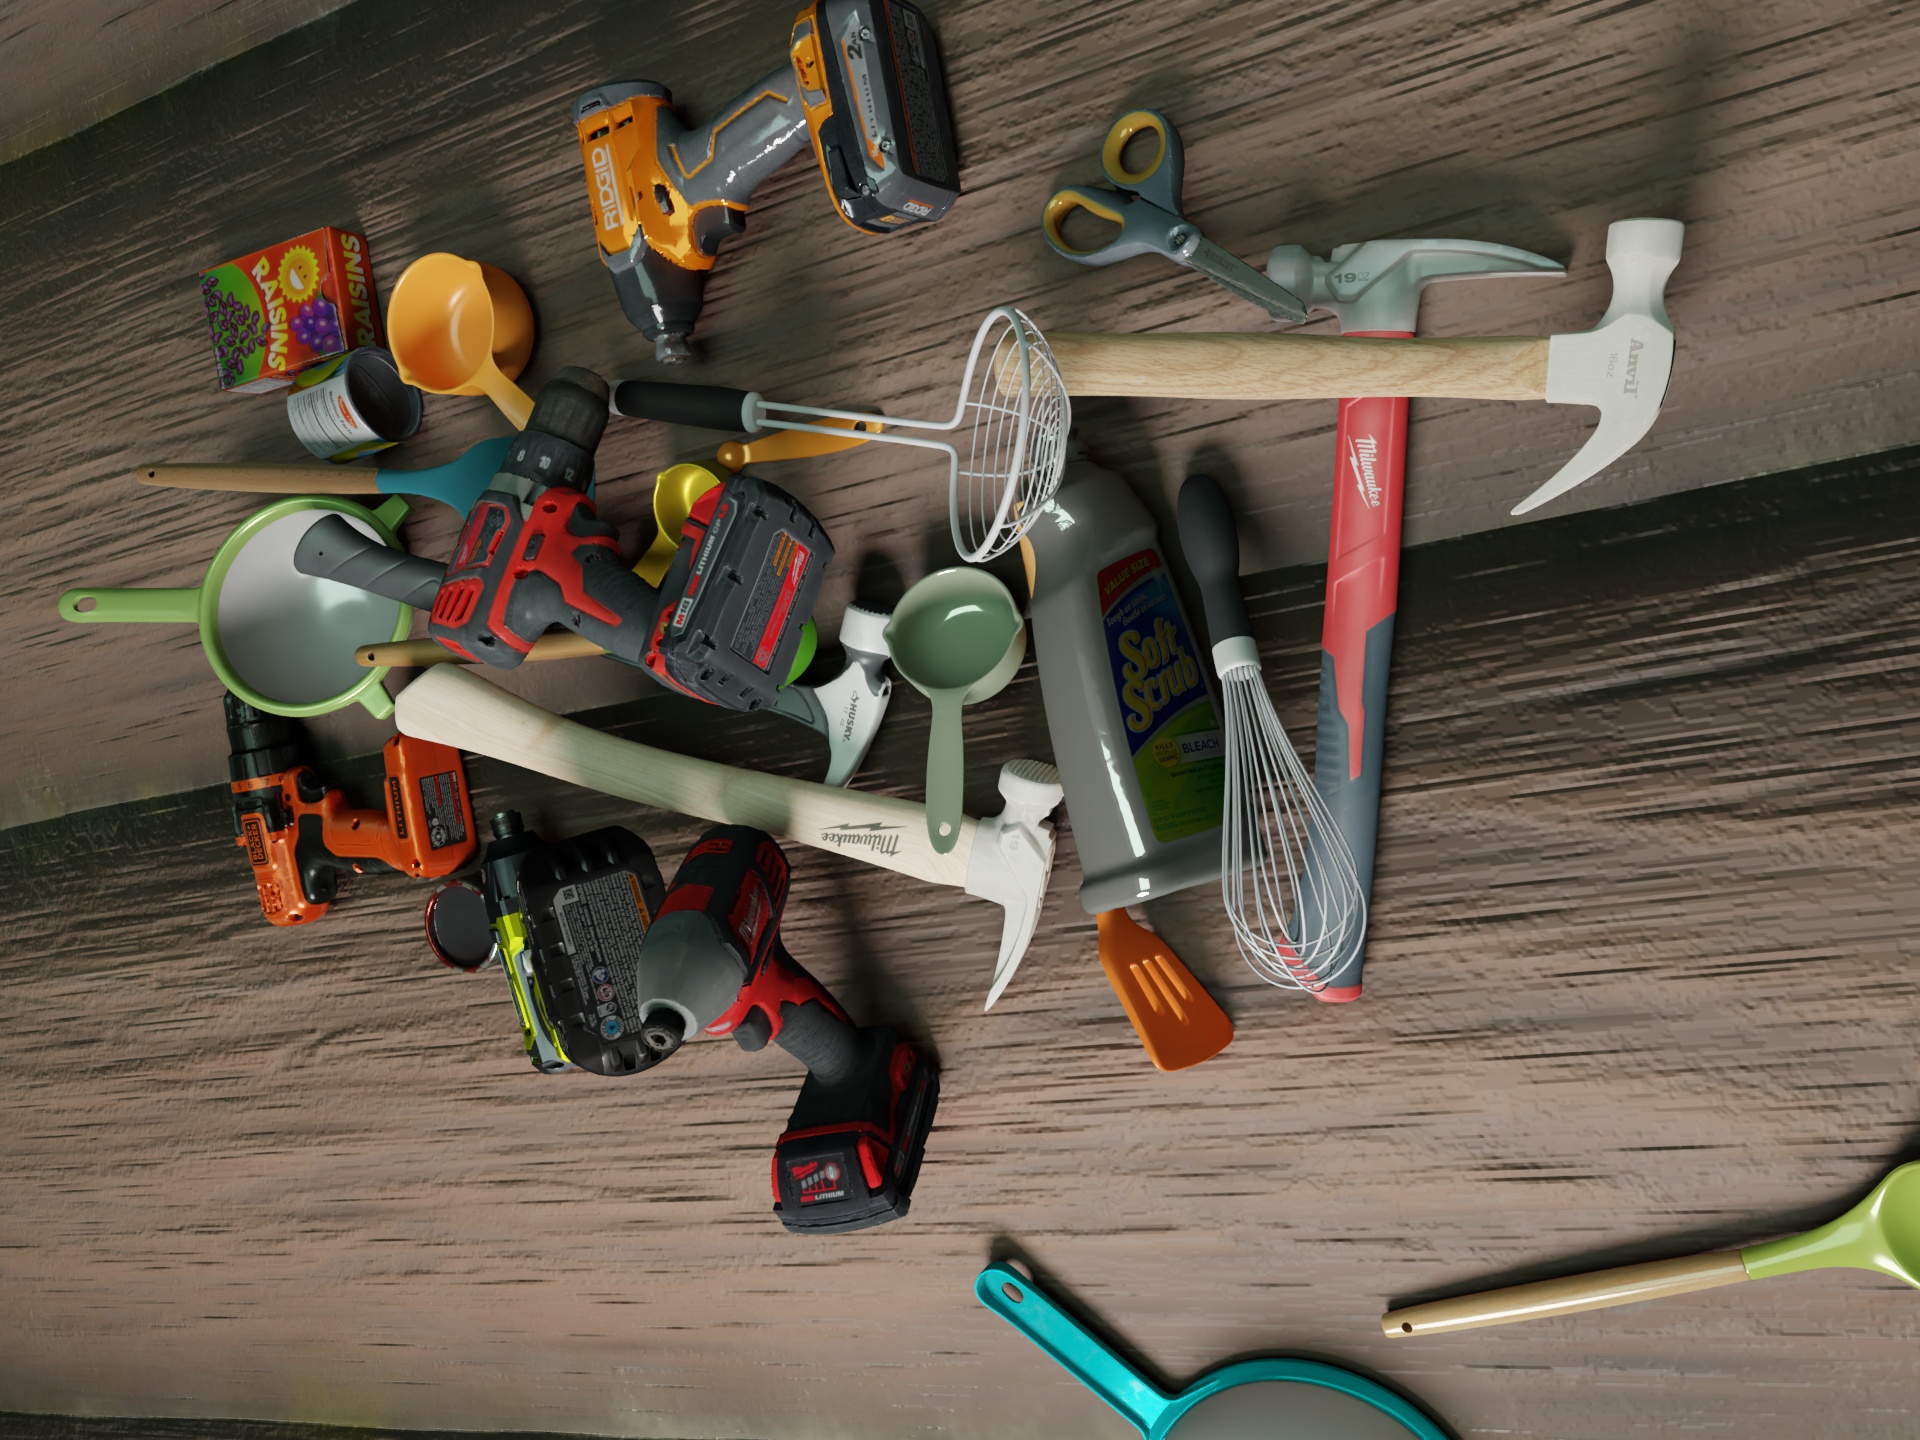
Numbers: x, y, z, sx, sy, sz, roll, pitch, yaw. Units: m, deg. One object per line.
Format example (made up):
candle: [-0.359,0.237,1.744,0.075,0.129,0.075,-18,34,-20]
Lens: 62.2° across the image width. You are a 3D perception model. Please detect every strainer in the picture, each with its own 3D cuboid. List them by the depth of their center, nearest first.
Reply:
strainer: [0.132,0.429,0.873,0.340,0.095,0.211,36,109,16]
strainer: [-0.484,-0.074,1.092,0.256,0.069,0.151,0,82,9]

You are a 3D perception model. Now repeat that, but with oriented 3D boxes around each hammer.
hammer: [0.168,-0.171,0.777,0.331,0.031,0.130,7,99,28]
hammer: [0.218,-0.045,0.811,0.143,0.038,0.386,5,98,23]
hammer: [-0.148,0.050,0.945,0.411,0.038,0.146,14,107,11]
hammer: [-0.239,-0.052,0.993,0.409,0.036,0.149,17,105,13]

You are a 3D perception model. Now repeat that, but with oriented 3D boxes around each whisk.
whisk: [0.146,-0.002,0.800,0.070,0.070,0.285,-20,63,25]

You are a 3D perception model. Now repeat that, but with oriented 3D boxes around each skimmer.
skimmer: [-0.089,-0.168,0.875,0.363,0.090,0.127,14,101,35]

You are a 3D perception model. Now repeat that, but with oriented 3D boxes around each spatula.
spatula: [0.079,0.031,0.879,0.041,0.081,0.323,-18,83,39]
spatula: [-0.396,-0.155,1.044,0.317,0.044,0.082,4,94,13]

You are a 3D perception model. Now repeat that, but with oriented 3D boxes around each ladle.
ladle: [0.355,0.275,0.775,0.320,0.062,0.078,-23,86,28]

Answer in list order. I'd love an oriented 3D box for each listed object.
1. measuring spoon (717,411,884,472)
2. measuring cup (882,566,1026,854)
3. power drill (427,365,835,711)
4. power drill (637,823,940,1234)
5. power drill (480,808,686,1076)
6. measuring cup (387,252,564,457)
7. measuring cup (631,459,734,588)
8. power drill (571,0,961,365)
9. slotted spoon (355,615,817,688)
measuring spoon: [-0.099,-0.168,0.957,0.117,0.011,0.021,-7,93,25]
measuring cup: [-0.001,-0.003,0.885,0.083,0.038,0.168,-4,70,17]
power drill: [-0.188,-0.107,0.906,0.227,0.080,0.188,13,77,29]
power drill: [-0.101,0.179,0.887,0.078,0.143,0.219,-16,120,24]
power drill: [-0.240,0.133,0.970,0.223,0.080,0.171,-15,92,63]
measuring cup: [-0.290,-0.224,1.019,0.174,0.052,0.095,46,112,11]
measuring cup: [-0.185,-0.102,1.003,0.062,0.029,0.156,46,124,5]
power drill: [-0.118,-0.307,0.915,0.226,0.084,0.164,-9,93,30]
slotted spoon: [-0.236,-0.045,0.962,0.314,0.031,0.070,-2,99,20]
